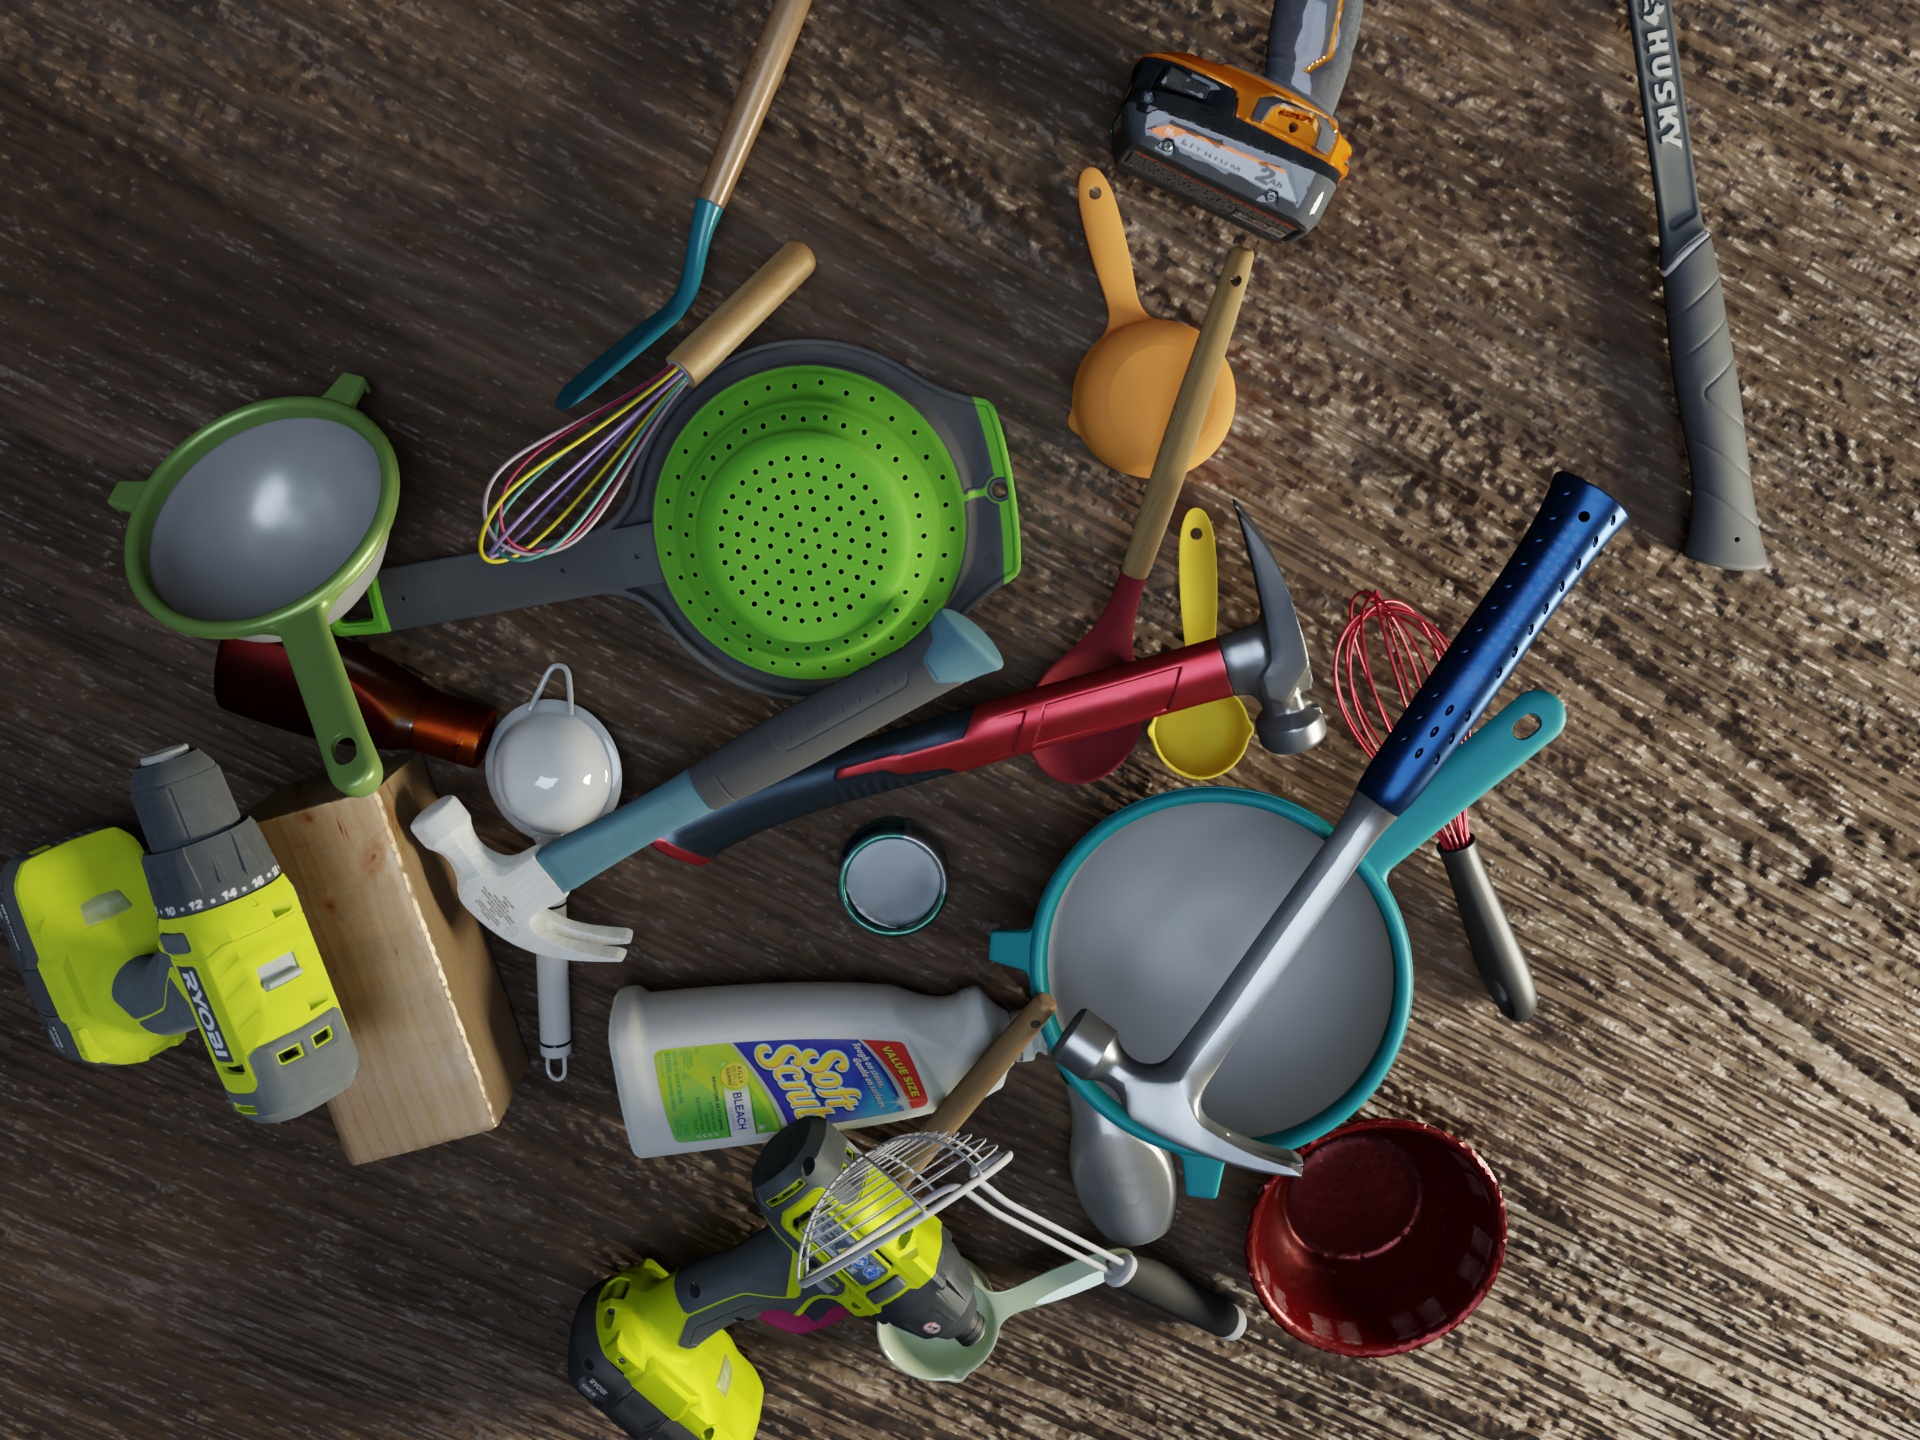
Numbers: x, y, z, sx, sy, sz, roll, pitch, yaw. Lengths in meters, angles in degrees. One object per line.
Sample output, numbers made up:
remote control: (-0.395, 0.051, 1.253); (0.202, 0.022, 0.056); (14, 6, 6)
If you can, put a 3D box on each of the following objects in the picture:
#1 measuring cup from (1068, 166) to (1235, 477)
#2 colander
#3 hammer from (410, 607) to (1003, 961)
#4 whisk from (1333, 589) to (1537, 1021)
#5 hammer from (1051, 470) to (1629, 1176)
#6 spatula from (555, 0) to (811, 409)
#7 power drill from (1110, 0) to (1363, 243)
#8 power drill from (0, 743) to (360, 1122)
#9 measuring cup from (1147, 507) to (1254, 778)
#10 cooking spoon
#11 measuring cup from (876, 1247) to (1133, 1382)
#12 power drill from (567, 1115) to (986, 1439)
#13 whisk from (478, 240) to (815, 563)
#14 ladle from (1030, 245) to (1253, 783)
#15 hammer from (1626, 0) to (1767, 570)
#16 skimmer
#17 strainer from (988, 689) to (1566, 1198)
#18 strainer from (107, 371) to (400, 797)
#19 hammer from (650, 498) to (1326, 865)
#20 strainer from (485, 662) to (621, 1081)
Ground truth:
measuring cup: (0.095, -0.216, 0.867); (0.095, 0.052, 0.173); (-17, 105, 2)
colander: (-0.163, -0.089, 0.866); (0.397, 0.094, 0.204); (-10, 103, 0)
hammer: (-0.130, 0.030, 0.867); (0.331, 0.033, 0.128); (-28, 111, 12)
whisk: (0.285, 0.056, 0.934); (0.073, 0.073, 0.295); (-24, 107, 4)
hammer: (0.217, 0.056, 0.833); (0.144, 0.035, 0.405); (35, 98, 8)
spatula: (-0.132, -0.303, 0.842); (0.044, 0.082, 0.317); (22, 96, -23)
power drill: (0.161, -0.384, 0.820); (0.164, 0.084, 0.226); (24, 97, -6)
power drill: (-0.423, 0.110, 0.846); (0.228, 0.080, 0.190); (-6, 106, 40)
measuring cup: (0.137, -0.044, 0.927); (0.062, 0.029, 0.156); (-1, 91, -2)
cooking spoon: (-0.035, 0.272, 0.954); (0.068, 0.017, 0.318); (30, 116, -12)
measuring cup: (0.028, 0.357, 1.004); (0.167, 0.038, 0.083); (-20, 103, 1)
power drill: (-0.109, 0.353, 0.952); (0.223, 0.080, 0.171); (-37, 106, 19)
whisk: (-0.161, -0.169, 0.833); (0.245, 0.051, 0.047); (-49, 136, -16)
ladle: (0.101, -0.103, 0.868); (0.069, 0.031, 0.315); (13, 119, -7)
hammer: (0.399, -0.278, 0.874); (0.149, 0.036, 0.408); (-15, 103, 0)
skimmer: (0.058, 0.320, 0.901); (0.127, 0.090, 0.363); (-37, 128, 23)
strainer: (0.197, 0.096, 0.908); (0.340, 0.095, 0.211); (-41, 85, 12)
strainer: (-0.339, -0.056, 0.836); (0.151, 0.069, 0.257); (-28, 64, -5)
hammer: (-0.001, -0.003, 0.889); (0.386, 0.038, 0.143); (-16, 114, 10)
strainer: (-0.242, 0.097, 0.935); (0.087, 0.050, 0.258); (6, 106, 13)
